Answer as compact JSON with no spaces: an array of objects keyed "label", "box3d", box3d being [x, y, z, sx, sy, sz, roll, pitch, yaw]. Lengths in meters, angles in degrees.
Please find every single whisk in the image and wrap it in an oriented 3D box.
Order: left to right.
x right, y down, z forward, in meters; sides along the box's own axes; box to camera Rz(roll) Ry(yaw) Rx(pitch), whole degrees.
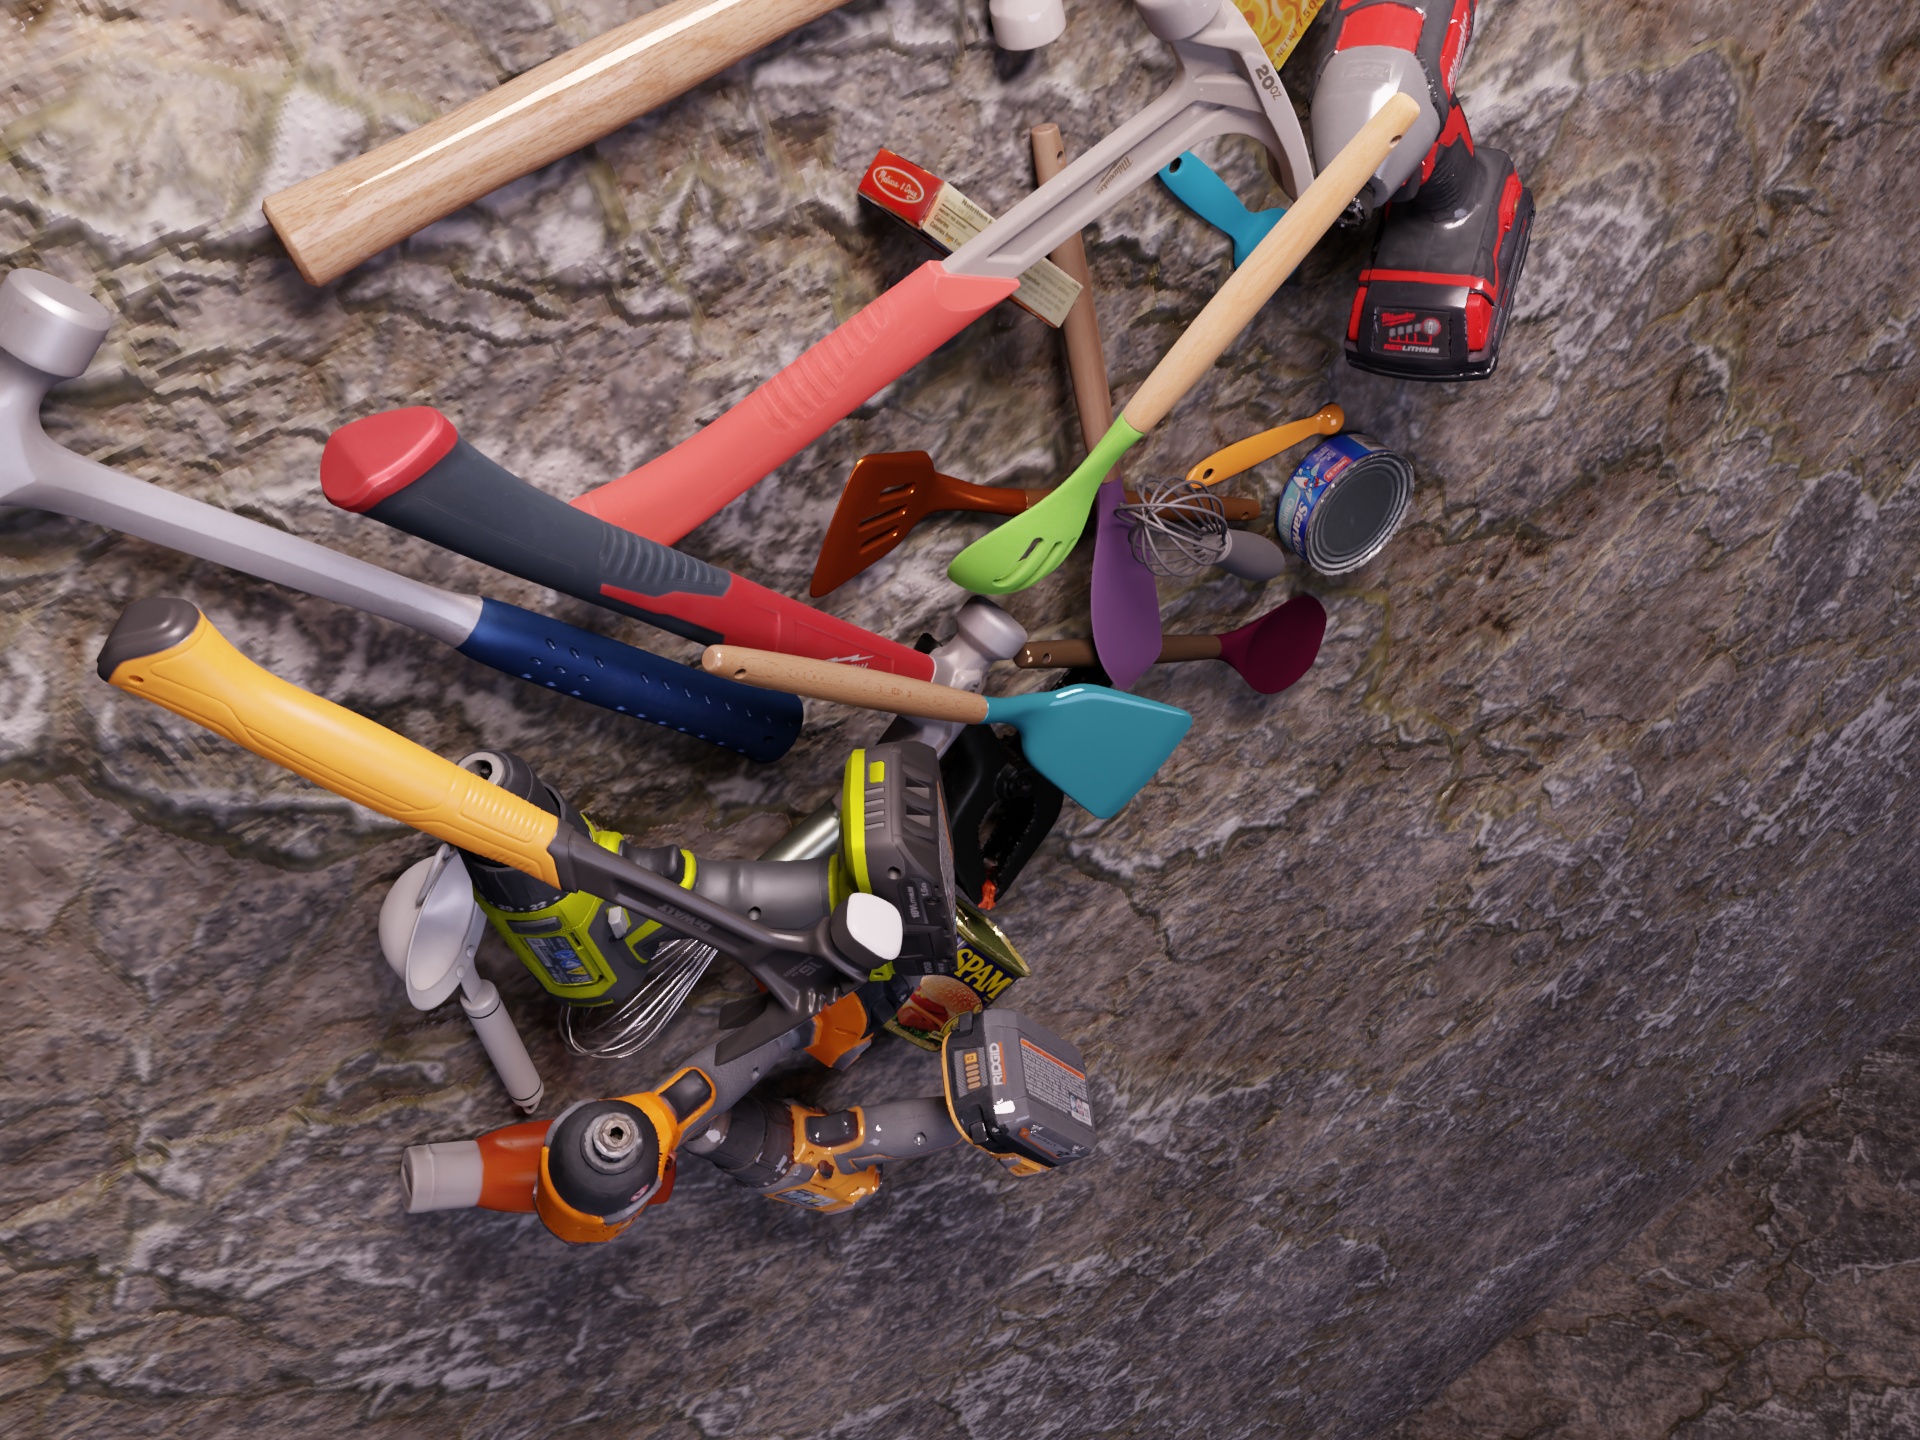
[{"label":"whisk","box3d":[-0.125,0.103,0.895,0.246,0.059,0.057,-40,117,-11]},{"label":"whisk","box3d":[0.145,-0.100,0.893,0.055,0.055,0.239,-56,158,15]}]

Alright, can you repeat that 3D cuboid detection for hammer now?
[{"label":"hammer","box3d":[-0.228,-0.042,0.691,0.405,0.035,0.144,22,109,-47]},{"label":"hammer","box3d":[-0.190,0.050,0.665,0.336,0.034,0.127,32,128,-28]},{"label":"hammer","box3d":[-0.107,-0.258,0.603,0.331,0.031,0.129,-32,139,-12]},{"label":"hammer","box3d":[-0.116,-0.037,0.706,0.143,0.038,0.386,-52,146,12]},{"label":"hammer","box3d":[-0.020,-0.164,0.683,0.359,0.037,0.149,-34,145,13]}]

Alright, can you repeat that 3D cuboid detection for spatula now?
[{"label":"spatula","box3d":[-0.001,-0.003,0.792,0.317,0.044,0.082,10,126,-50]},{"label":"spatula","box3d":[0.054,-0.111,0.855,0.322,0.041,0.081,-5,132,-38]},{"label":"spatula","box3d":[0.070,-0.146,0.816,0.060,0.018,0.315,-42,134,-33]}]

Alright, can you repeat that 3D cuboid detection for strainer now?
[{"label":"strainer","box3d":[-0.254,0.141,0.826,0.258,0.050,0.087,86,17,-49]}]

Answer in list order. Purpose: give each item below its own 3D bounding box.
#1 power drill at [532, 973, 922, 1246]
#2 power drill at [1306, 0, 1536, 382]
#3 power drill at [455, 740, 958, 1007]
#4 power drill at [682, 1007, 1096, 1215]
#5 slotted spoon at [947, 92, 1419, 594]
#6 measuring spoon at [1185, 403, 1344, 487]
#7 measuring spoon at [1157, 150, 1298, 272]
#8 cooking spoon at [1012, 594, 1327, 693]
[{"label":"power drill","box3d":[-0.129,0.189,0.867,0.226,0.084,0.164,-37,170,-28]},{"label":"power drill","box3d":[0.218,-0.259,0.768,0.219,0.078,0.143,38,67,-60]},{"label":"power drill","box3d":[-0.121,0.069,0.765,0.228,0.080,0.190,-5,146,3]},{"label":"power drill","box3d":[-0.051,0.250,1.003,0.226,0.084,0.185,-21,146,21]},{"label":"slotted spoon","box3d":[0.095,-0.155,0.728,0.070,0.031,0.313,-9,150,-47]},{"label":"measuring spoon","box3d":[0.182,-0.160,0.937,0.117,0.011,0.021,-25,137,-20]},{"label":"measuring spoon","box3d":[0.140,-0.257,0.810,0.128,0.021,0.042,19,111,-48]},{"label":"cooking spoon","box3d":[0.138,-0.045,0.965,0.318,0.017,0.068,-5,116,-48]}]
